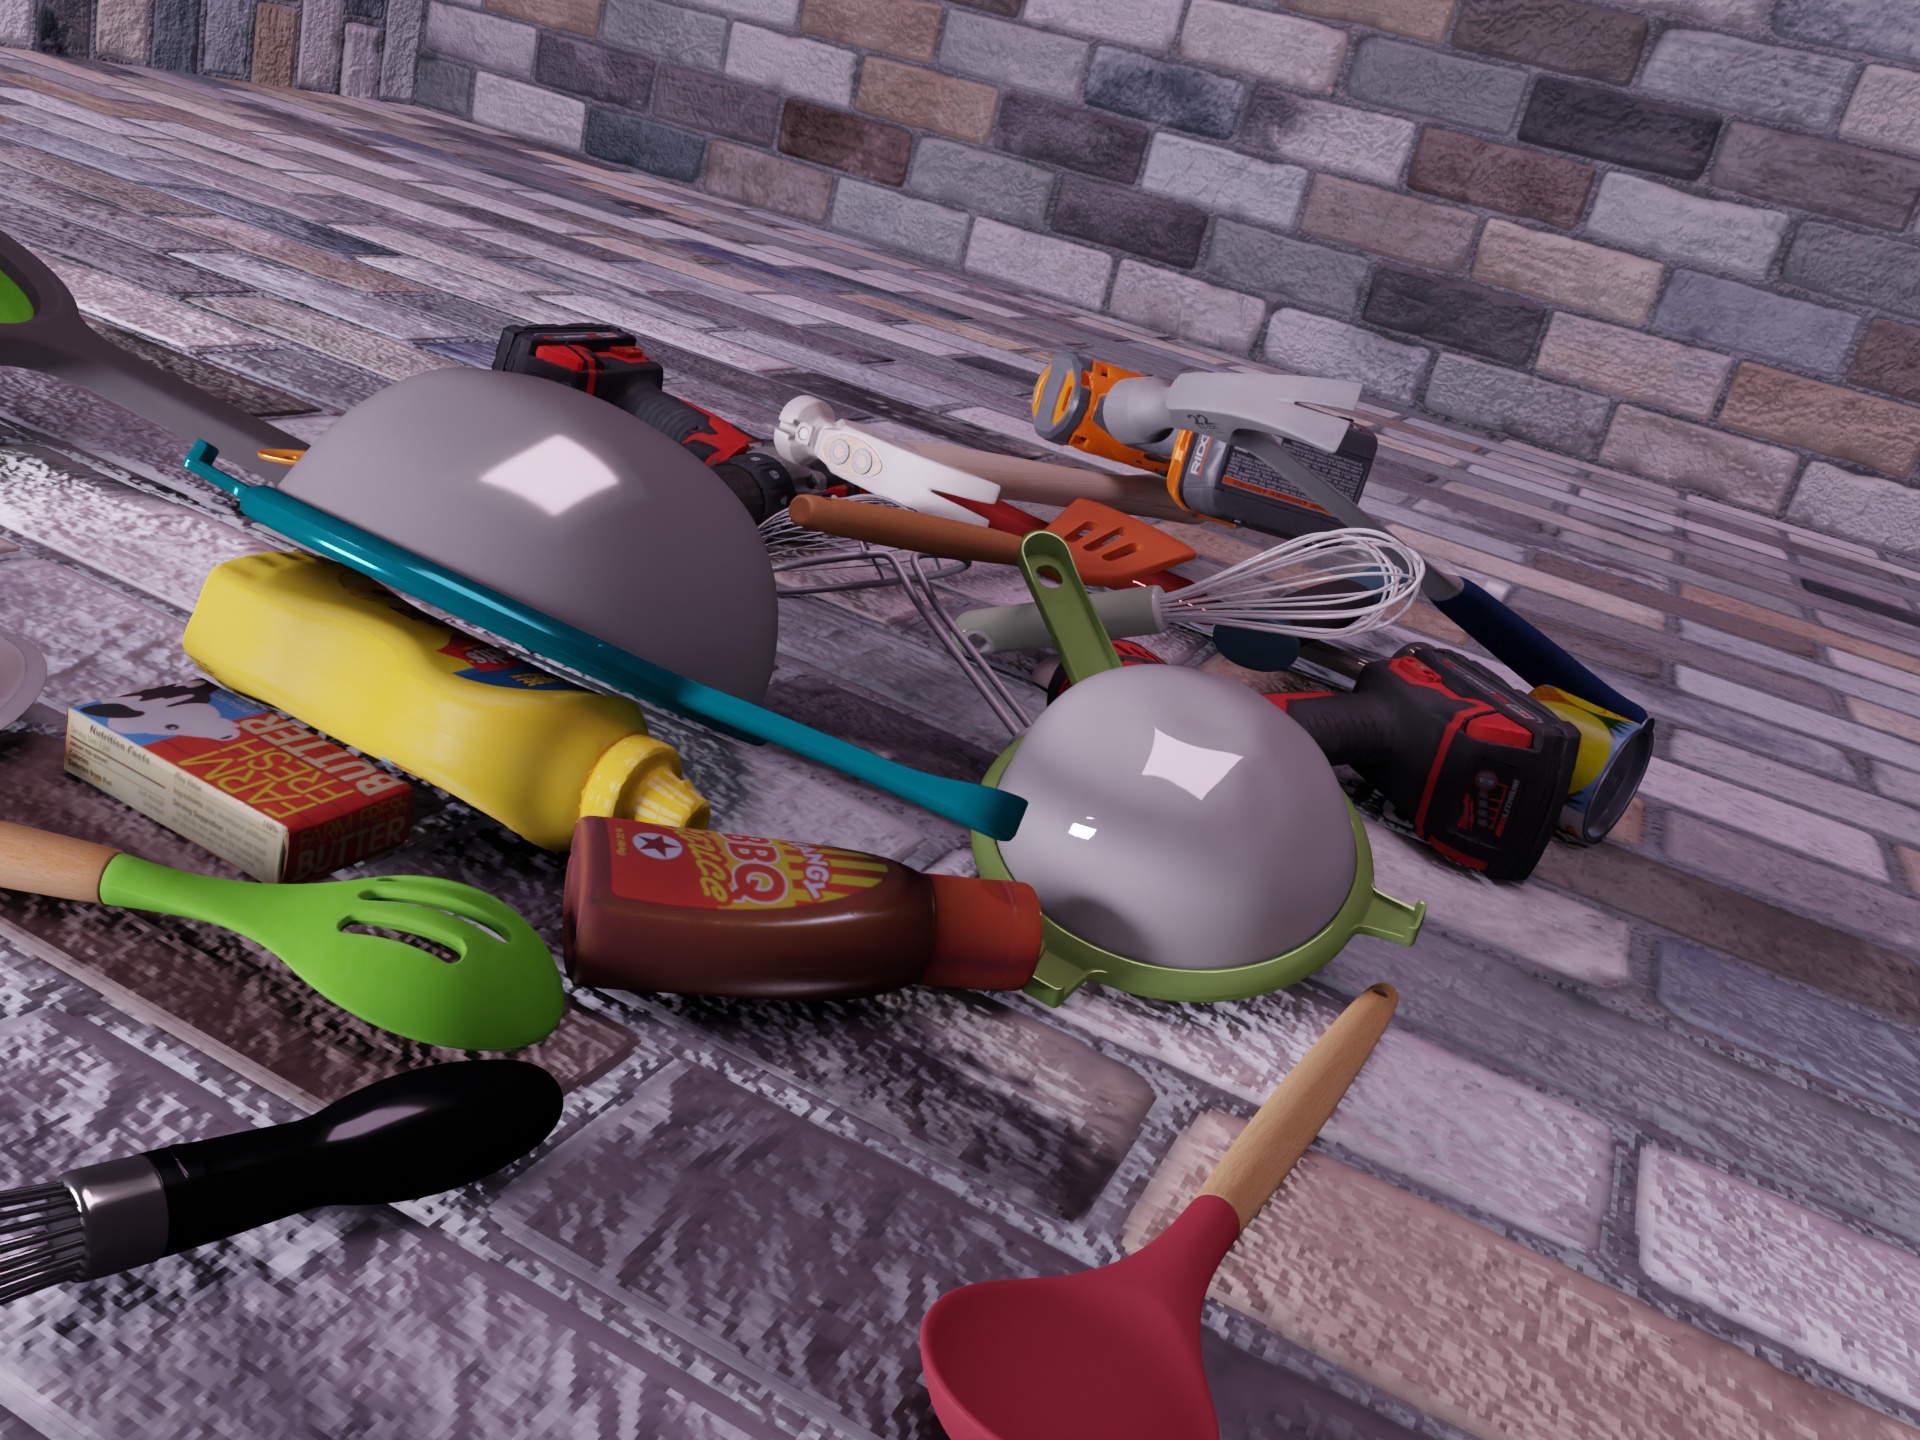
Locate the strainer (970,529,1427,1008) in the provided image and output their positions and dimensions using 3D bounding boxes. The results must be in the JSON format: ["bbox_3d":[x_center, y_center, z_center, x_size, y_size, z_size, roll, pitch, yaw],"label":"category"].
[{"bbox_3d":[0.068,-0.012,0.614,0.151,0.069,0.257,-7,45,-13],"label":"strainer"}]

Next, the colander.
[{"bbox_3d":[-0.461,-0.156,0.753,0.396,0.094,0.205,28,16,-17],"label":"colander"}]

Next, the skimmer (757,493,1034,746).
[{"bbox_3d":[-0.001,-0.002,0.726,0.127,0.090,0.364,-5,38,-29],"label":"skimmer"}]

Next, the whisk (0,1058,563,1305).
[{"bbox_3d":[-0.194,0.103,0.299,0.070,0.070,0.284,30,22,35],"label":"whisk"}]

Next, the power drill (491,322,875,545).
[{"bbox_3d":[-0.180,-0.165,0.961,0.227,0.080,0.188,25,23,18],"label":"power drill"}]

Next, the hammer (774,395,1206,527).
[{"bbox_3d":[0.067,-0.147,1.015,0.146,0.038,0.410,28,19,30],"label":"hammer"}]

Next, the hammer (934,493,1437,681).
[{"bbox_3d":[0.119,-0.083,1.004,0.359,0.036,0.149,26,23,25],"label":"hammer"}]

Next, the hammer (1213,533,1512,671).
[{"bbox_3d":[0.234,-0.073,0.962,0.128,0.033,0.331,26,24,24],"label":"hammer"}]

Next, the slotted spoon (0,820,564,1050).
[{"bbox_3d":[-0.265,0.039,0.447,0.313,0.031,0.070,12,21,-2],"label":"slotted spoon"}]

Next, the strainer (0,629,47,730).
[{"bbox_3d":[-0.390,-0.042,0.556,0.087,0.050,0.259,-22,36,-36],"label":"strainer"}]

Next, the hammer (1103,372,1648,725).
[{"bbox_3d":[0.260,-0.076,0.861,0.405,0.035,0.144,29,-9,-33],"label":"hammer"}]

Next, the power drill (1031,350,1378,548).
[{"bbox_3d":[0.164,-0.177,1.026,0.164,0.084,0.227,11,14,-28],"label":"power drill"}]

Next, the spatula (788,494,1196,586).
[{"bbox_3d":[0.018,-0.093,0.772,0.081,0.041,0.322,30,15,26],"label":"spatula"}]

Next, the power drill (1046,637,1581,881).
[{"bbox_3d":[0.161,0.017,0.728,0.219,0.078,0.143,3,23,-21],"label":"power drill"}]

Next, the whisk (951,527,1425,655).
[{"bbox_3d":[0.109,-0.058,0.804,0.246,0.057,0.059,-6,38,23],"label":"whisk"}]

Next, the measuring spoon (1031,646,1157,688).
[{"bbox_3d":[0.080,-0.034,0.875,0.034,0.018,0.124,25,23,26],"label":"measuring spoon"}]

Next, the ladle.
[{"bbox_3d":[0.080,0.129,0.452,0.069,0.031,0.315,27,22,22],"label":"ladle"}]

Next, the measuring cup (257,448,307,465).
[{"bbox_3d":[-0.245,-0.091,0.758,0.173,0.052,0.095,9,21,-10],"label":"measuring cup"}]

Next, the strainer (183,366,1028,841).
[{"bbox_3d":[-0.102,-0.054,0.572,0.341,0.095,0.210,21,-4,34],"label":"strainer"}]
